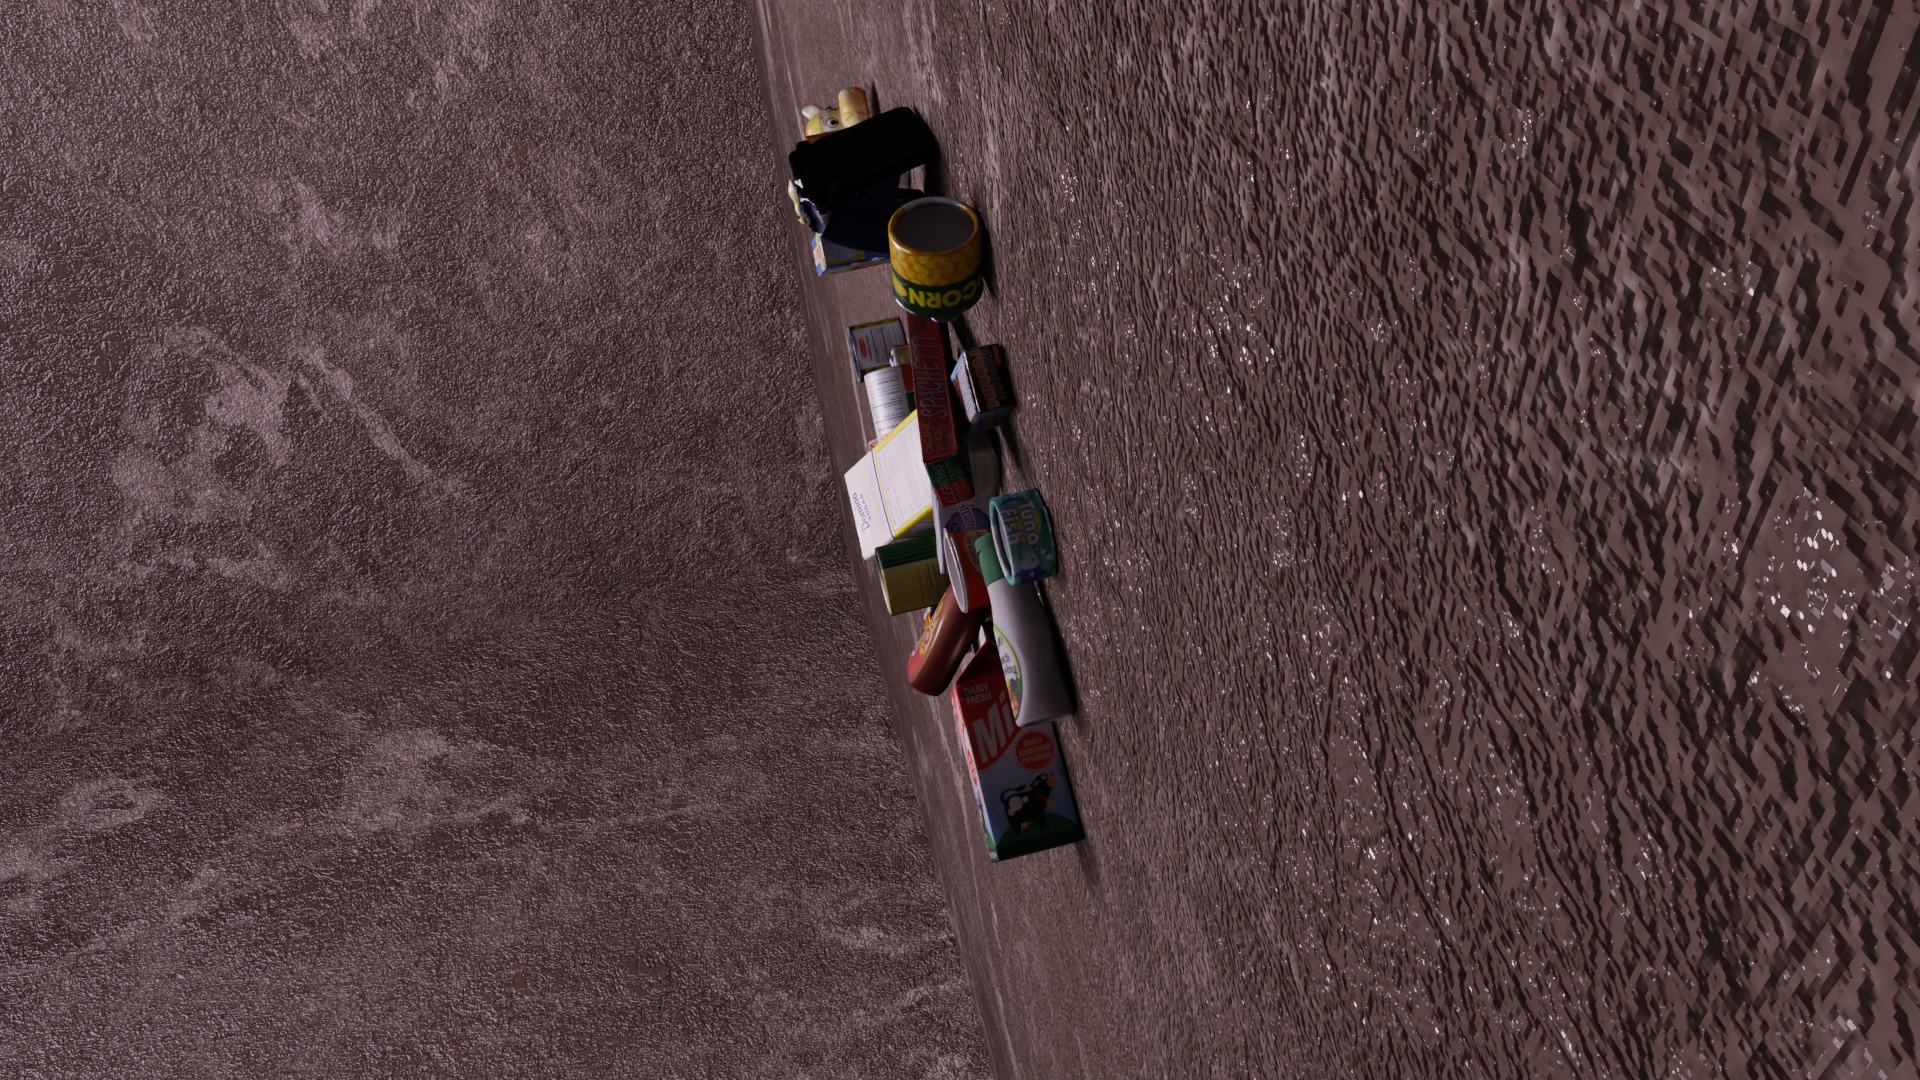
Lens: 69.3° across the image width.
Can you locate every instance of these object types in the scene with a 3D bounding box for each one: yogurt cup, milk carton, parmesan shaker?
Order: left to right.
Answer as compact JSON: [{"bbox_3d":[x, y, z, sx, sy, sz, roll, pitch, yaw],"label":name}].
[{"bbox_3d":[-0.023,0.023,1.274,0.071,0.103,0.071,170,87,-83],"label":"parmesan shaker"},{"bbox_3d":[0.020,0.021,1.142,0.072,0.054,0.072,170,87,-83],"label":"yogurt cup"},{"bbox_3d":[0.040,0.169,1.172,0.072,0.073,0.191,103,154,-75],"label":"milk carton"}]

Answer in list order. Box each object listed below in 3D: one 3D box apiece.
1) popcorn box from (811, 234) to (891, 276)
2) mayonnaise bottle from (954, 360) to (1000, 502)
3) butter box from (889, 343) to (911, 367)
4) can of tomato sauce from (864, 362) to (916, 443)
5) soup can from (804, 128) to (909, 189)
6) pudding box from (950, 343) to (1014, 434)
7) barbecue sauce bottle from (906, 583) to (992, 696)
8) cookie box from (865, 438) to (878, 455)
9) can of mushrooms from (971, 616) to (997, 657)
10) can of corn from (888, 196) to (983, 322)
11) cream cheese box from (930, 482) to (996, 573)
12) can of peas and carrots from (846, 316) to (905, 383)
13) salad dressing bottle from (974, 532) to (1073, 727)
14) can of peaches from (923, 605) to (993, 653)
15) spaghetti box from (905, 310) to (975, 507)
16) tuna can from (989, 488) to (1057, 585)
[{"bbox_3d":[-0.102,-0.295,1.392,0.127,0.085,0.038,-142,40,-79],"label":"popcorn box"},{"bbox_3d":[-0.005,-0.103,1.164,0.064,0.041,0.149,85,168,-48],"label":"mayonnaise bottle"},{"bbox_3d":[-0.054,-0.156,1.506,0.053,0.024,0.103,114,142,-77],"label":"butter box"},{"bbox_3d":[-0.058,-0.135,1.420,0.071,0.071,0.083,171,87,-83],"label":"can of tomato sauce"},{"bbox_3d":[-0.095,-0.344,1.262,0.071,0.084,0.071,170,87,-83],"label":"soup can"},{"bbox_3d":[0.016,-0.113,1.035,0.083,0.030,0.049,133,123,-81],"label":"pudding box"},{"bbox_3d":[-0.002,0.070,1.232,0.065,0.044,0.147,-75,10,-52],"label":"barbecue sauce bottle"},{"bbox_3d":[-0.061,-0.030,1.469,0.168,0.040,0.122,-86,-29,-64],"label":"cookie box"},{"bbox_3d":[0.032,0.104,1.278,0.071,0.033,0.071,170,87,-83],"label":"can of mushrooms"},{"bbox_3d":[-0.016,-0.199,0.984,0.058,0.071,0.071,87,167,-52],"label":"can of corn"},{"bbox_3d":[0.004,-0.015,1.198,0.103,0.053,0.024,86,168,-49],"label":"cream cheese box"},{"bbox_3d":[-0.093,-0.215,1.570,0.071,0.059,0.071,170,87,-83],"label":"can of peas and carrots"},{"bbox_3d":[0.046,0.066,1.058,0.064,0.044,0.148,108,149,-73],"label":"salad dressing bottle"},{"bbox_3d":[0.001,0.076,1.345,0.058,0.071,0.071,114,142,-77],"label":"can of peaches"},{"bbox_3d":[-0.020,-0.128,1.113,0.251,0.029,0.050,-98,-10,-46],"label":"spaghetti box"},{"bbox_3d":[0.045,-0.003,0.995,0.071,0.033,0.071,170,87,-83],"label":"tuna can"}]
